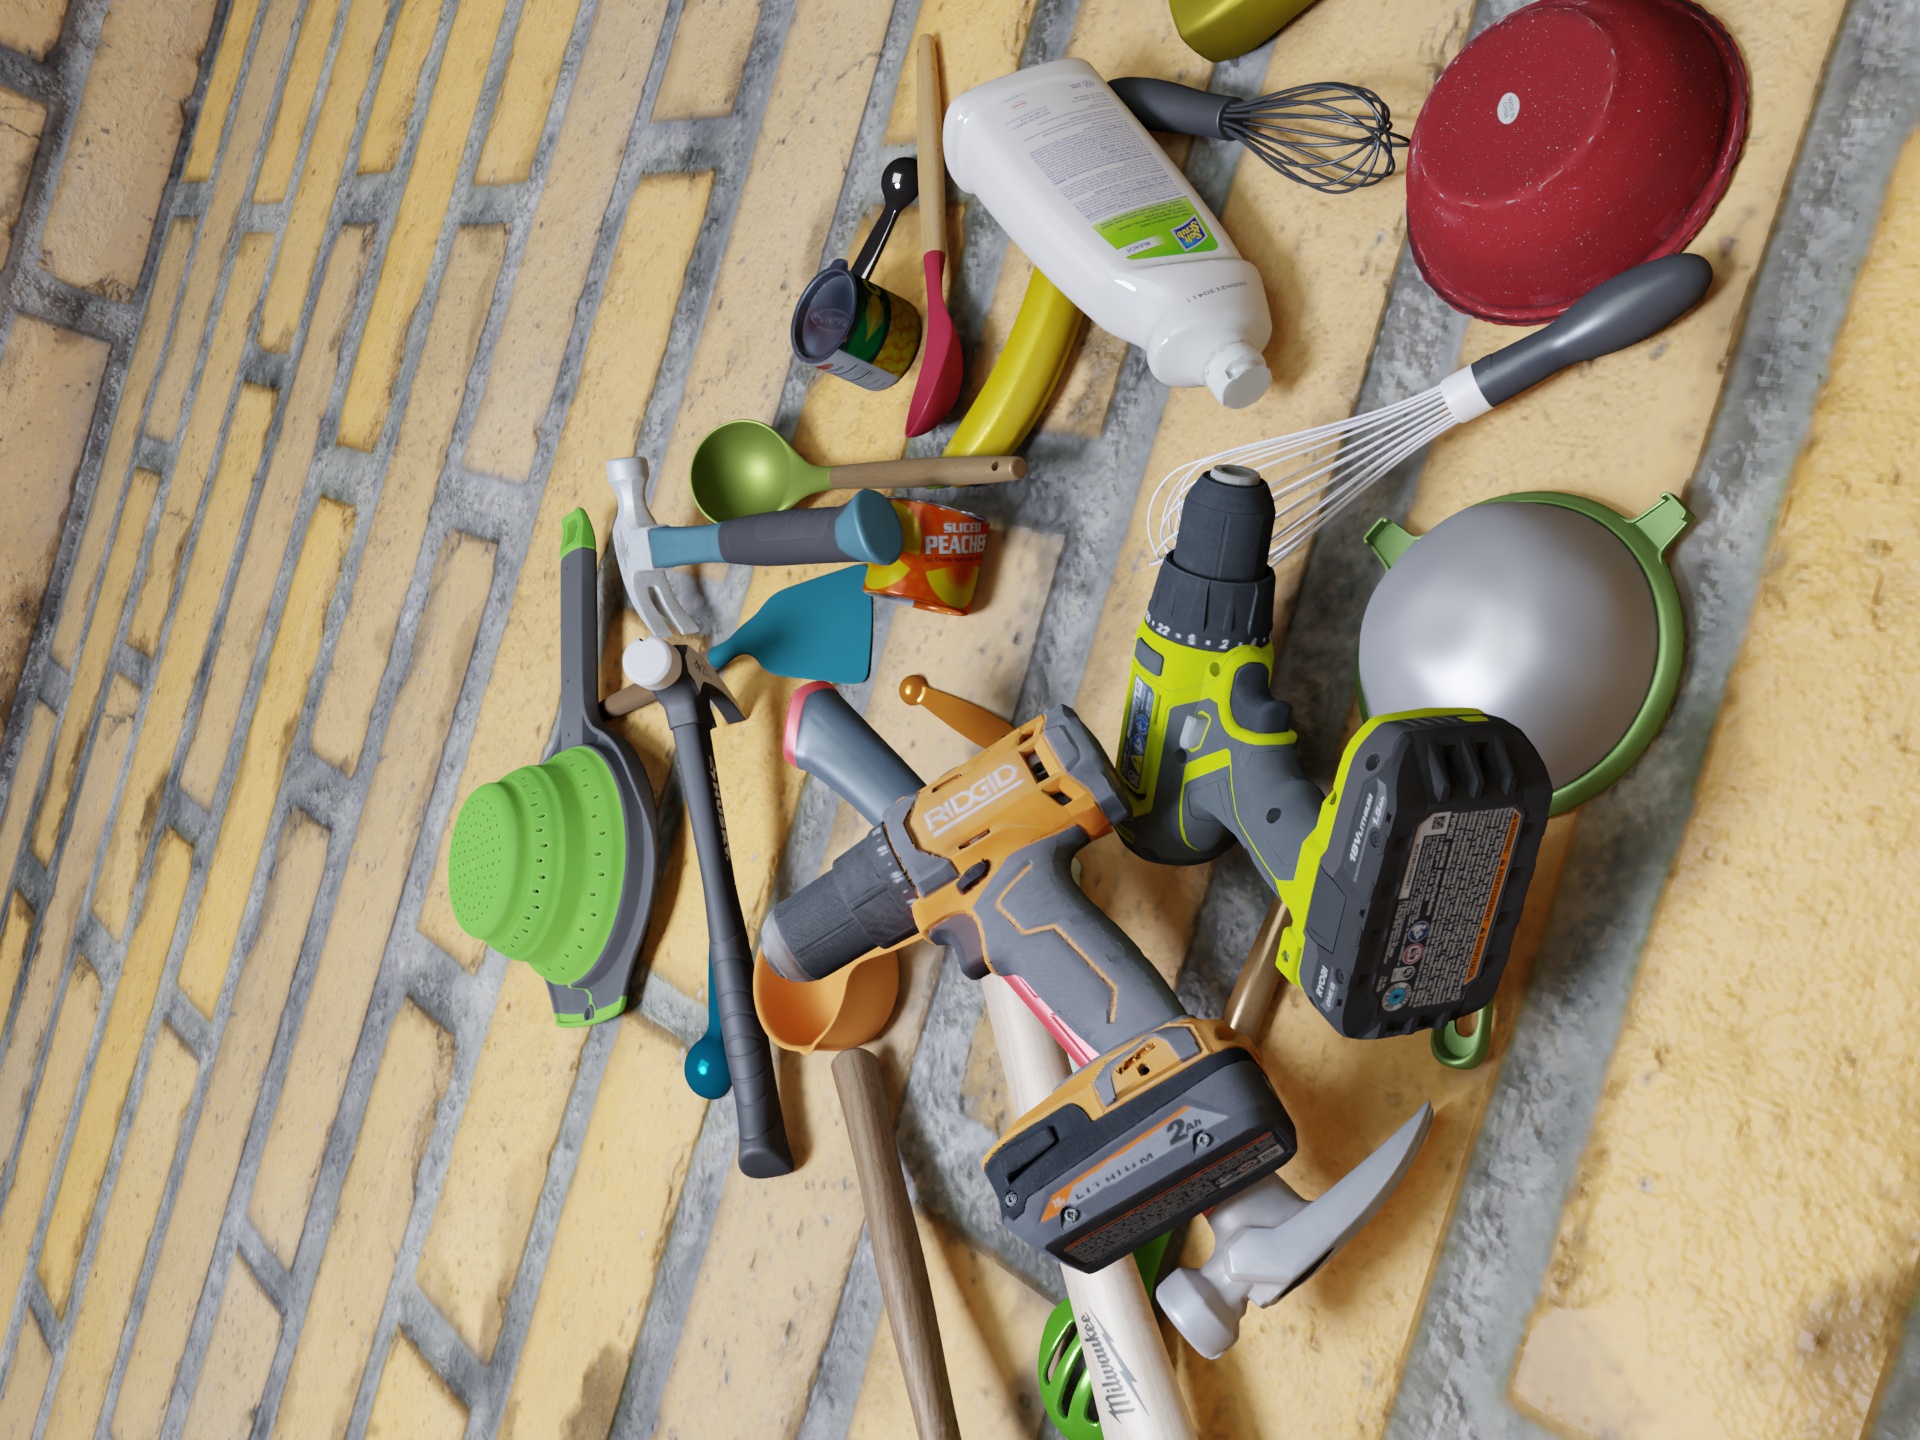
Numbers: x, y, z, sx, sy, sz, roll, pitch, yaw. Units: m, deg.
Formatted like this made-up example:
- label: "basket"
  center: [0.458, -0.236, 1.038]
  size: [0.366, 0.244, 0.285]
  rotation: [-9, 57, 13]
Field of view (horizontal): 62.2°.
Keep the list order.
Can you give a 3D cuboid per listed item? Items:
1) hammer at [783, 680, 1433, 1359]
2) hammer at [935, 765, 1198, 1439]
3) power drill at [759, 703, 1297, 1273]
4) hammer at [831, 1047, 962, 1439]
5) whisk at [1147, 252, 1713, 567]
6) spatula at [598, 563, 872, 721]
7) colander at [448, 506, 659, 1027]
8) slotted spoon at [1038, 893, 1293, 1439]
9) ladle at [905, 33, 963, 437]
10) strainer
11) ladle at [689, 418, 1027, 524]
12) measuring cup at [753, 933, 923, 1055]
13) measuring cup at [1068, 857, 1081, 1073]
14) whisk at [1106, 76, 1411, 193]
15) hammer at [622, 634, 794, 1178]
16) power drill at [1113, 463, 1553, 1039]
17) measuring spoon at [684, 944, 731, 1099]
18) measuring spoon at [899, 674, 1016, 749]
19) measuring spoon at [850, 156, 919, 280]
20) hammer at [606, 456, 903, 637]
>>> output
- label: "hammer"
  center: [0.043, 0.100, 0.765]
  size: [0.143, 0.038, 0.387]
  rotation: [-42, 60, -2]
- label: "hammer"
  center: [0.043, 0.214, 0.775]
  size: [0.146, 0.038, 0.411]
  rotation: [-31, 60, 29]
- label: "power drill"
  center: [0.020, 0.122, 0.697]
  size: [0.185, 0.084, 0.226]
  rotation: [-31, 56, 5]
- label: "hammer"
  center: [-0.022, 0.316, 0.824]
  size: [0.031, 0.129, 0.332]
  rotation: [-21, 47, 3]
- label: "whisk"
  center: [0.206, -0.136, 0.740]
  size: [0.284, 0.070, 0.070]
  rotation: [-27, 61, 33]
- label: "spatula"
  center: [-0.177, -0.034, 1.126]
  size: [0.317, 0.044, 0.082]
  rotation: [-18, 66, 46]
- label: "colander"
  center: [-0.314, 0.024, 1.172]
  size: [0.204, 0.094, 0.397]
  rotation: [-21, 67, 47]
- label: "slotted spoon"
  center: [0.106, 0.210, 0.766]
  size: [0.070, 0.031, 0.314]
  rotation: [26, 96, 41]
- label: "ladle"
  center: [-0.019, -0.323, 1.037]
  size: [0.069, 0.031, 0.316]
  rotation: [136, 136, -59]
- label: "strainer"
  center: [0.215, 0.018, 0.677]
  size: [0.151, 0.069, 0.256]
  rotation: [1, 78, 46]
- label: "ladle"
  center: [-0.073, -0.157, 1.004]
  size: [0.320, 0.062, 0.078]
  rotation: [9, 91, 52]
- label: "measuring cup"
  center: [-0.048, 0.137, 0.924]
  size: [0.173, 0.052, 0.095]
  rotation: [-29, 60, 36]
- label: "measuring cup"
  center: [0.036, 0.133, 0.848]
  size: [0.083, 0.038, 0.168]
  rotation: [-39, 52, 32]
- label: "whisk"
  center: [0.149, -0.326, 0.861]
  size: [0.239, 0.055, 0.055]
  rotation: [38, 106, 49]
- label: "hammer"
  center: [-0.148, 0.119, 1.005]
  size: [0.035, 0.146, 0.335]
  rotation: [-14, 78, 7]
- label: "power drill"
  center: [0.143, 0.009, 0.685]
  size: [0.229, 0.080, 0.190]
  rotation: [-130, 42, -56]
- label: "measuring spoon"
  center: [-0.168, 0.185, 1.054]
  size: [0.042, 0.021, 0.129]
  rotation: [-13, 71, 43]
- label: "measuring spoon"
  center: [-0.001, -0.003, 0.944]
  size: [0.117, 0.011, 0.021]
  rotation: [29, 100, 46]
- label: "measuring spoon"
  center: [-0.064, -0.331, 1.094]
  size: [0.034, 0.018, 0.124]
  rotation: [43, 111, 43]
- label: "hammer"
  center: [-0.142, -0.117, 1.025]
  size: [0.331, 0.033, 0.128]
  rotation: [5, 104, 53]
